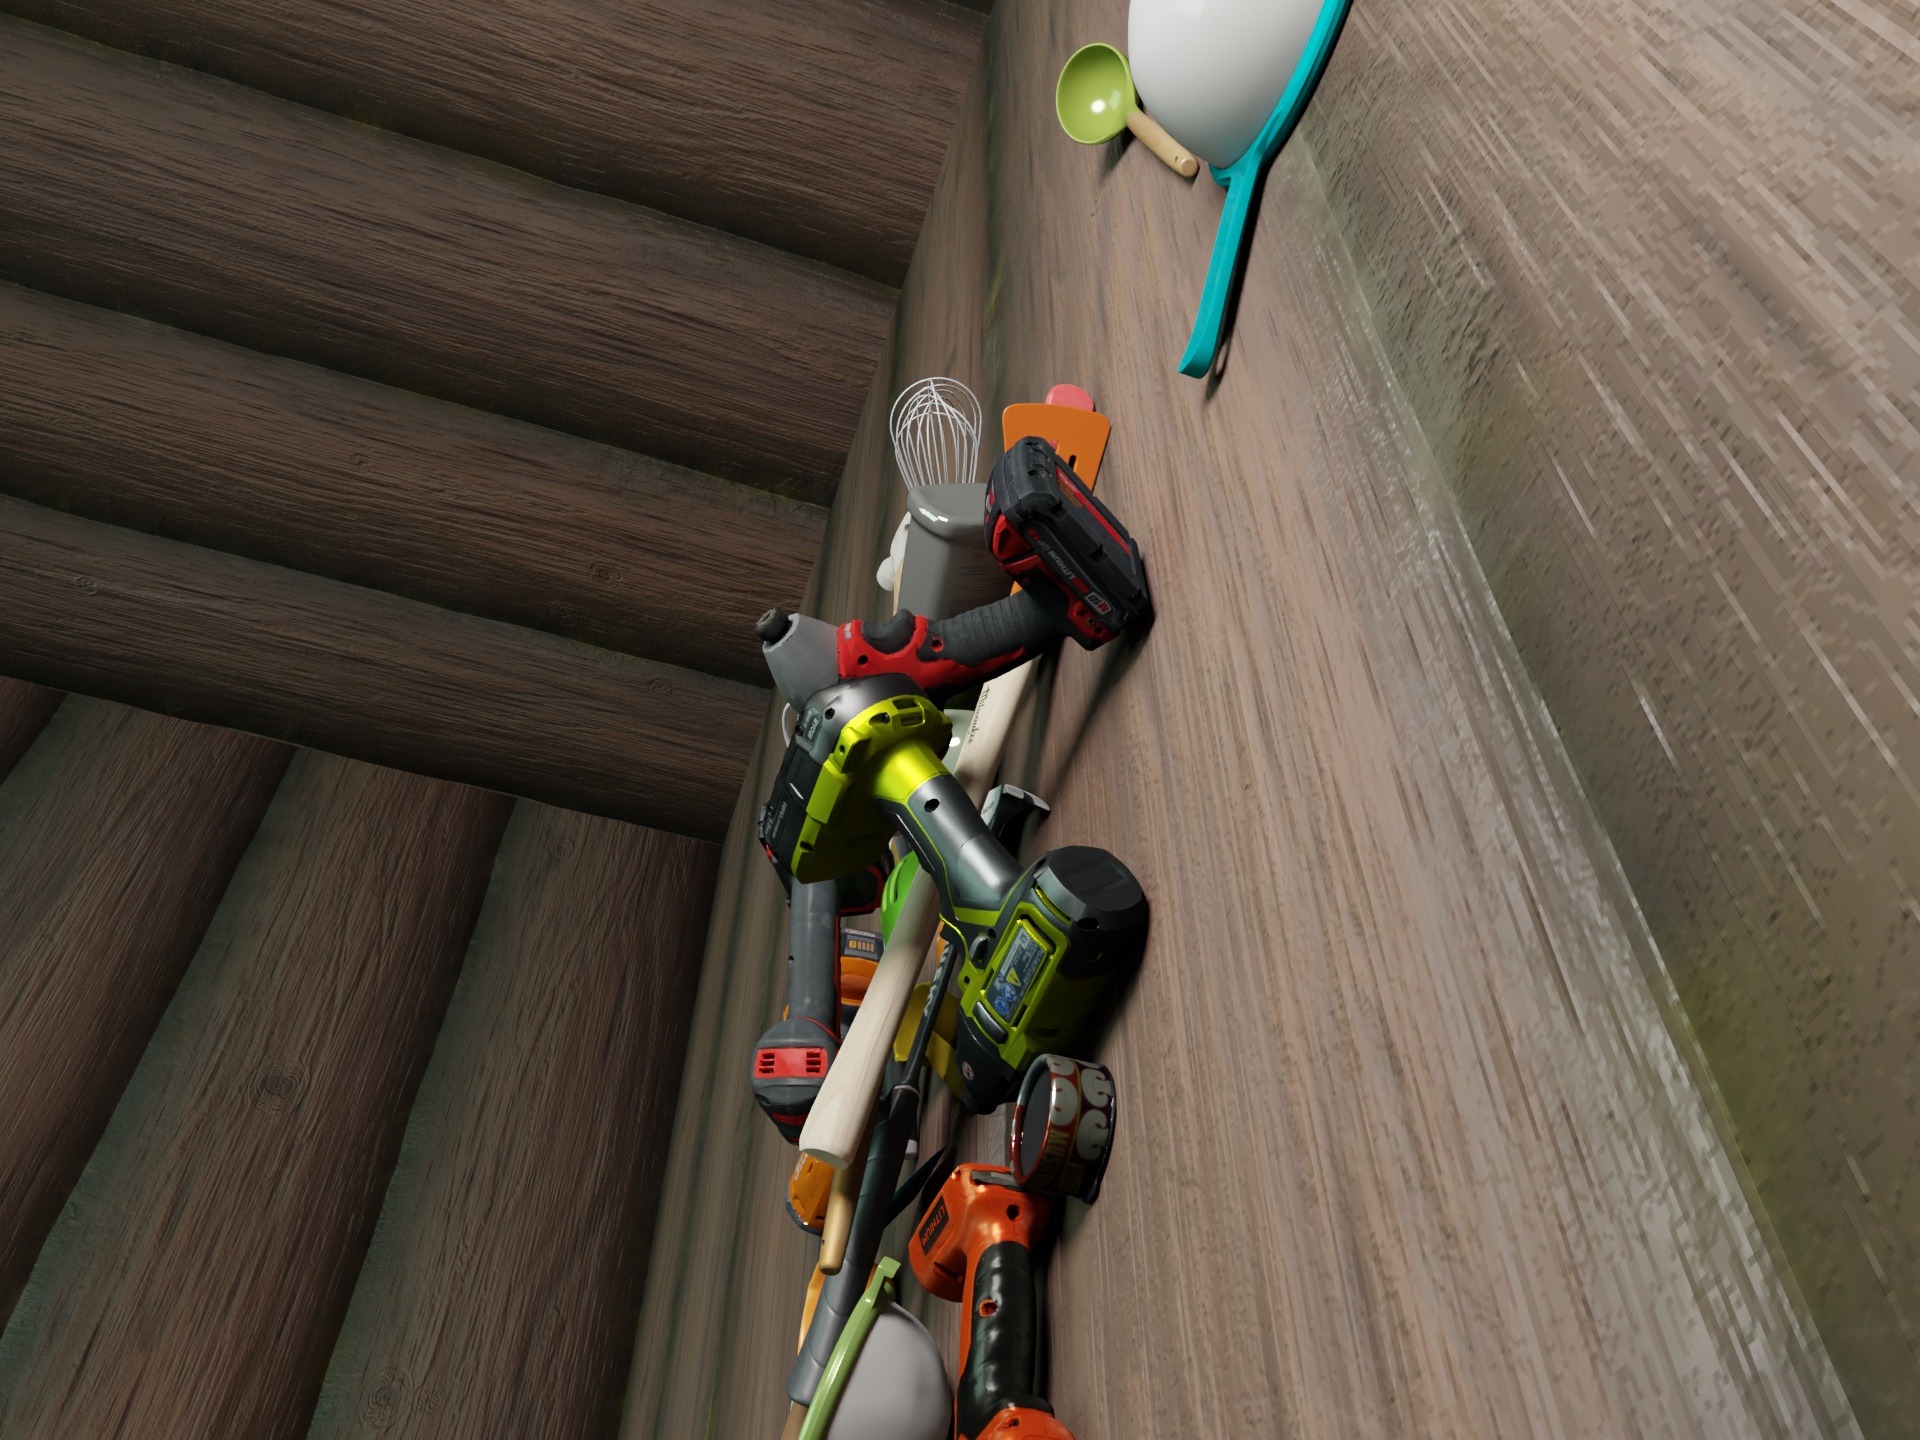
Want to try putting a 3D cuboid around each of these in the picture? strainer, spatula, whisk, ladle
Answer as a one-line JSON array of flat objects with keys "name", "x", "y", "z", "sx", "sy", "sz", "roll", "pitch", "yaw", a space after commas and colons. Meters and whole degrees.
[{"name": "strainer", "x": -0.061, "y": 0.430, "z": 0.844, "sx": 0.151, "sy": 0.069, "sz": 0.256, "roll": 96, "pitch": -165, "yaw": -47}, {"name": "spatula", "x": 0.037, "y": -0.077, "z": 1.172, "sx": 0.041, "sy": 0.081, "sz": 0.322, "roll": -112, "pitch": 31, "yaw": -50}, {"name": "whisk", "x": -0.006, "y": -0.133, "z": 1.254, "sx": 0.070, "sy": 0.070, "sz": 0.284, "roll": -95, "pitch": -2, "yaw": -59}, {"name": "ladle", "x": 0.125, "y": -0.448, "z": 1.190, "sx": 0.320, "sy": 0.062, "sz": 0.078, "roll": -101, "pitch": 27, "yaw": -60}, {"name": "spatula", "x": -0.078, "y": 0.407, "z": 0.970, "sx": 0.082, "sy": 0.044, "sz": 0.318, "roll": 112, "pitch": 178, "yaw": -52}, {"name": "strainer", "x": 0.138, "y": -0.367, "z": 0.914, "sx": 0.211, "sy": 0.095, "sz": 0.340, "roll": 157, "pitch": 128, "yaw": -76}]

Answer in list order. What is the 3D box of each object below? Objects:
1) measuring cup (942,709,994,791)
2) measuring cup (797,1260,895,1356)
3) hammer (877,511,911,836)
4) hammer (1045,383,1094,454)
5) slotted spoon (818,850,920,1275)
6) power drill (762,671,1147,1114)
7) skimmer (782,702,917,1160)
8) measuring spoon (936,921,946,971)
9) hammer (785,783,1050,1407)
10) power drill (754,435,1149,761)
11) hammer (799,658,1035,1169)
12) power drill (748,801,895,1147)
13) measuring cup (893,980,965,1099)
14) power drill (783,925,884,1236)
[{"name": "measuring cup", "x": -0.002, "y": -0.004, "z": 1.143, "sx": 0.083, "sy": 0.038, "sz": 0.167, "roll": -76, "pitch": -17, "yaw": -46}, {"name": "measuring cup", "x": -0.065, "y": 0.376, "z": 1.094, "sx": 0.095, "sy": 0.052, "sz": 0.173, "roll": -150, "pitch": 77, "yaw": -79}, {"name": "hammer", "x": -0.050, "y": -0.049, "z": 1.396, "sx": 0.130, "sy": 0.031, "sz": 0.332, "roll": 119, "pitch": 158, "yaw": -51}, {"name": "hammer", "x": 0.027, "y": -0.144, "z": 1.331, "sx": 0.386, "sy": 0.038, "sz": 0.143, "roll": 118, "pitch": 164, "yaw": -51}, {"name": "slotted spoon", "x": -0.053, "y": 0.201, "z": 1.008, "sx": 0.070, "sy": 0.031, "sz": 0.314, "roll": 120, "pitch": 166, "yaw": -44}, {"name": "power drill", "x": -0.011, "y": 0.093, "z": 0.872, "sx": 0.223, "sy": 0.080, "sz": 0.171, "roll": 46, "pitch": 128, "yaw": 32}, {"name": "skimmer", "x": -0.085, "y": 0.151, "z": 1.210, "sx": 0.127, "sy": 0.090, "sz": 0.364, "roll": 119, "pitch": 150, "yaw": -56}, {"name": "measuring spoon", "x": -0.018, "y": 0.195, "z": 1.188, "sx": 0.117, "sy": 0.011, "sz": 0.021, "roll": -88, "pitch": 17, "yaw": -48}, {"name": "hammer", "x": -0.028, "y": 0.222, "z": 1.005, "sx": 0.149, "sy": 0.036, "sz": 0.409, "roll": 132, "pitch": 160, "yaw": -62}, {"name": "power drill", "x": -0.009, "y": -0.060, "z": 0.943, "sx": 0.219, "sy": 0.143, "sz": 0.079, "roll": -36, "pitch": 27, "yaw": 21}, {"name": "hammer", "x": -0.007, "y": 0.079, "z": 0.998, "sx": 0.146, "sy": 0.038, "sz": 0.411, "roll": -45, "pitch": 21, "yaw": 59}, {"name": "power drill", "x": -0.091, "y": 0.185, "z": 1.095, "sx": 0.187, "sy": 0.080, "sz": 0.227, "roll": 75, "pitch": -166, "yaw": -59}, {"name": "measuring cup", "x": -0.005, "y": 0.226, "z": 1.075, "sx": 0.062, "sy": 0.029, "sz": 0.157, "roll": -67, "pitch": 24, "yaw": 3}, {"name": "power drill", "x": -0.092, "y": 0.275, "z": 1.286, "sx": 0.227, "sy": 0.084, "sz": 0.164, "roll": -95, "pitch": 22, "yaw": -48}]
